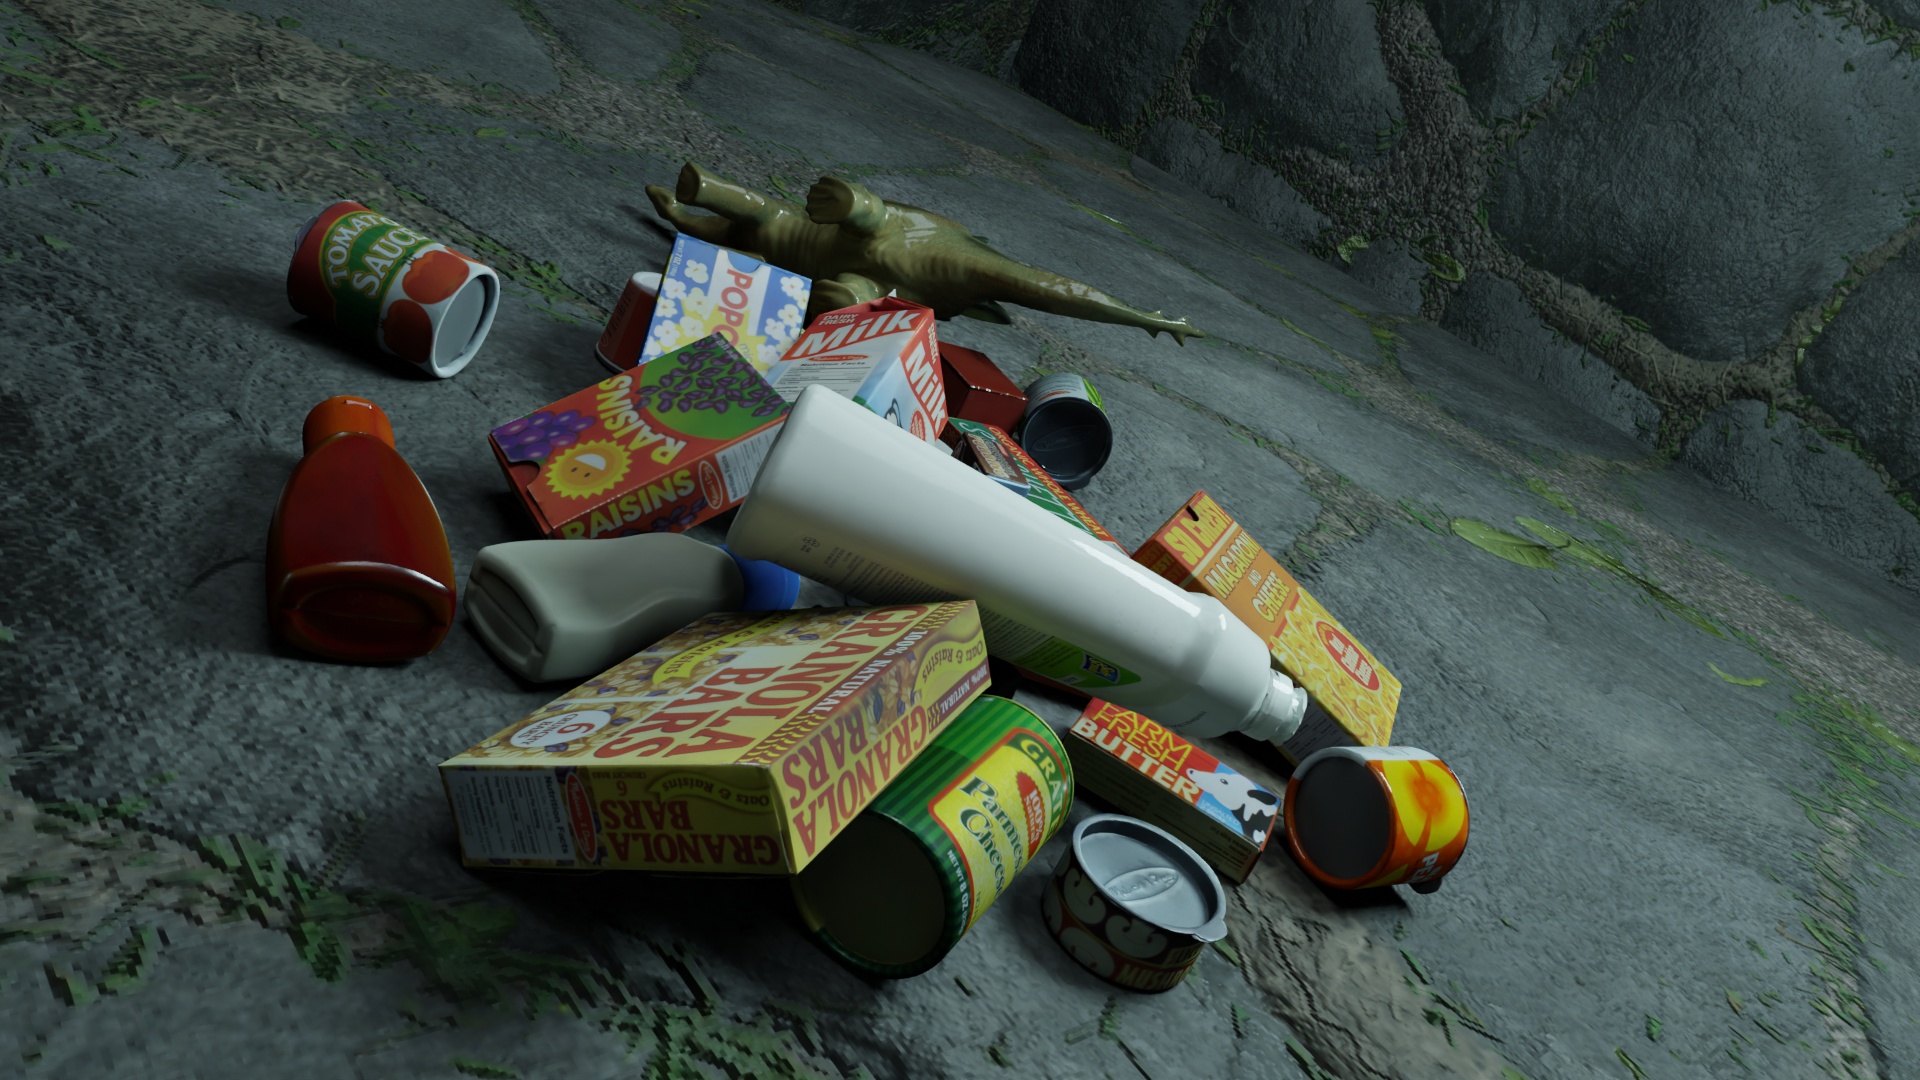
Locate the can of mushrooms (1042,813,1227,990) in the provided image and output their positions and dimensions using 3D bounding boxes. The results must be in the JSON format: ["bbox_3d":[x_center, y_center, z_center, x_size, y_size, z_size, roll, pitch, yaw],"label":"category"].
[{"bbox_3d":[0.069,0.143,0.547,0.071,0.033,0.071,21,22,-9],"label":"can of mushrooms"}]

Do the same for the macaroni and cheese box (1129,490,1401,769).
[{"bbox_3d":[0.170,0.052,0.778,0.166,0.040,0.124,46,25,5],"label":"macaroni and cheese box"}]

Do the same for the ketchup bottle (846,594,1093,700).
[{"bbox_3d":[0.017,0.037,0.711,0.149,0.043,0.065,18,31,-14],"label":"ketchup bottle"}]

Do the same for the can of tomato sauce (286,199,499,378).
[{"bbox_3d":[-0.298,-0.133,0.733,0.083,0.071,0.071,26,22,1],"label":"can of tomato sauce"}]

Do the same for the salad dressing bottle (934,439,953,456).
[{"bbox_3d":[-0.032,-0.048,0.848,0.064,0.043,0.148,5,27,-16],"label":"salad dressing bottle"}]

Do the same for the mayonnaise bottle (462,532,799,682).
[{"bbox_3d":[-0.133,0.024,0.597,0.065,0.041,0.148,38,25,29],"label":"mayonnaise bottle"}]

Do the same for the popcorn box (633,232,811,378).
[{"bbox_3d":[-0.140,-0.107,0.799,0.085,0.038,0.127,17,57,-16],"label":"popcorn box"}]

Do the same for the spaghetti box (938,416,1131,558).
[{"bbox_3d":[0.062,-0.004,0.864,0.050,0.028,0.251,6,29,-39],"label":"spaghetti box"}]

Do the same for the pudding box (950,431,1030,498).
[{"bbox_3d":[0.003,-0.009,0.746,0.030,0.083,0.050,15,24,-23],"label":"pudding box"}]

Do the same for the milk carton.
[{"bbox_3d":[-0.057,-0.078,0.784,0.073,0.072,0.191,0,30,15],"label":"milk carton"}]

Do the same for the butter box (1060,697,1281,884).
[{"bbox_3d":[0.097,0.113,0.650,0.103,0.024,0.053,30,24,13],"label":"butter box"}]

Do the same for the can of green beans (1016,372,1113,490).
[{"bbox_3d":[0.073,-0.081,0.995,0.071,0.071,0.058,21,22,-10],"label":"can of green beans"}]

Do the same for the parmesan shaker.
[{"bbox_3d":[-0.008,0.108,0.507,0.071,0.071,0.103,31,26,15],"label":"parmesan shaker"}]

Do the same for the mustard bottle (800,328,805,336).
[{"bbox_3d":[-0.118,-0.116,0.901,0.160,0.048,0.065,39,28,30],"label":"mustard bottle"}]

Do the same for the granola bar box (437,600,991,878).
[{"bbox_3d":[-0.076,0.065,0.490,0.124,0.039,0.166,-4,13,23],"label":"granola bar box"}]

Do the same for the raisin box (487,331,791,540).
[{"bbox_3d":[-0.145,-0.041,0.648,0.124,0.039,0.086,-28,48,-19],"label":"raisin box"}]

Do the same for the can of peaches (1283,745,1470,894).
[{"bbox_3d":[0.197,0.133,0.658,0.058,0.071,0.071,7,28,-37],"label":"can of peaches"}]

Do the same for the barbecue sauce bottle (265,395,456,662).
[{"bbox_3d":[-0.242,-0.011,0.557,0.065,0.043,0.149,10,26,-31],"label":"barbecue sauce bottle"}]

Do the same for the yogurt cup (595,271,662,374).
[{"bbox_3d":[-0.186,-0.131,0.861,0.072,0.053,0.073,21,22,-9],"label":"yogurt cup"}]
